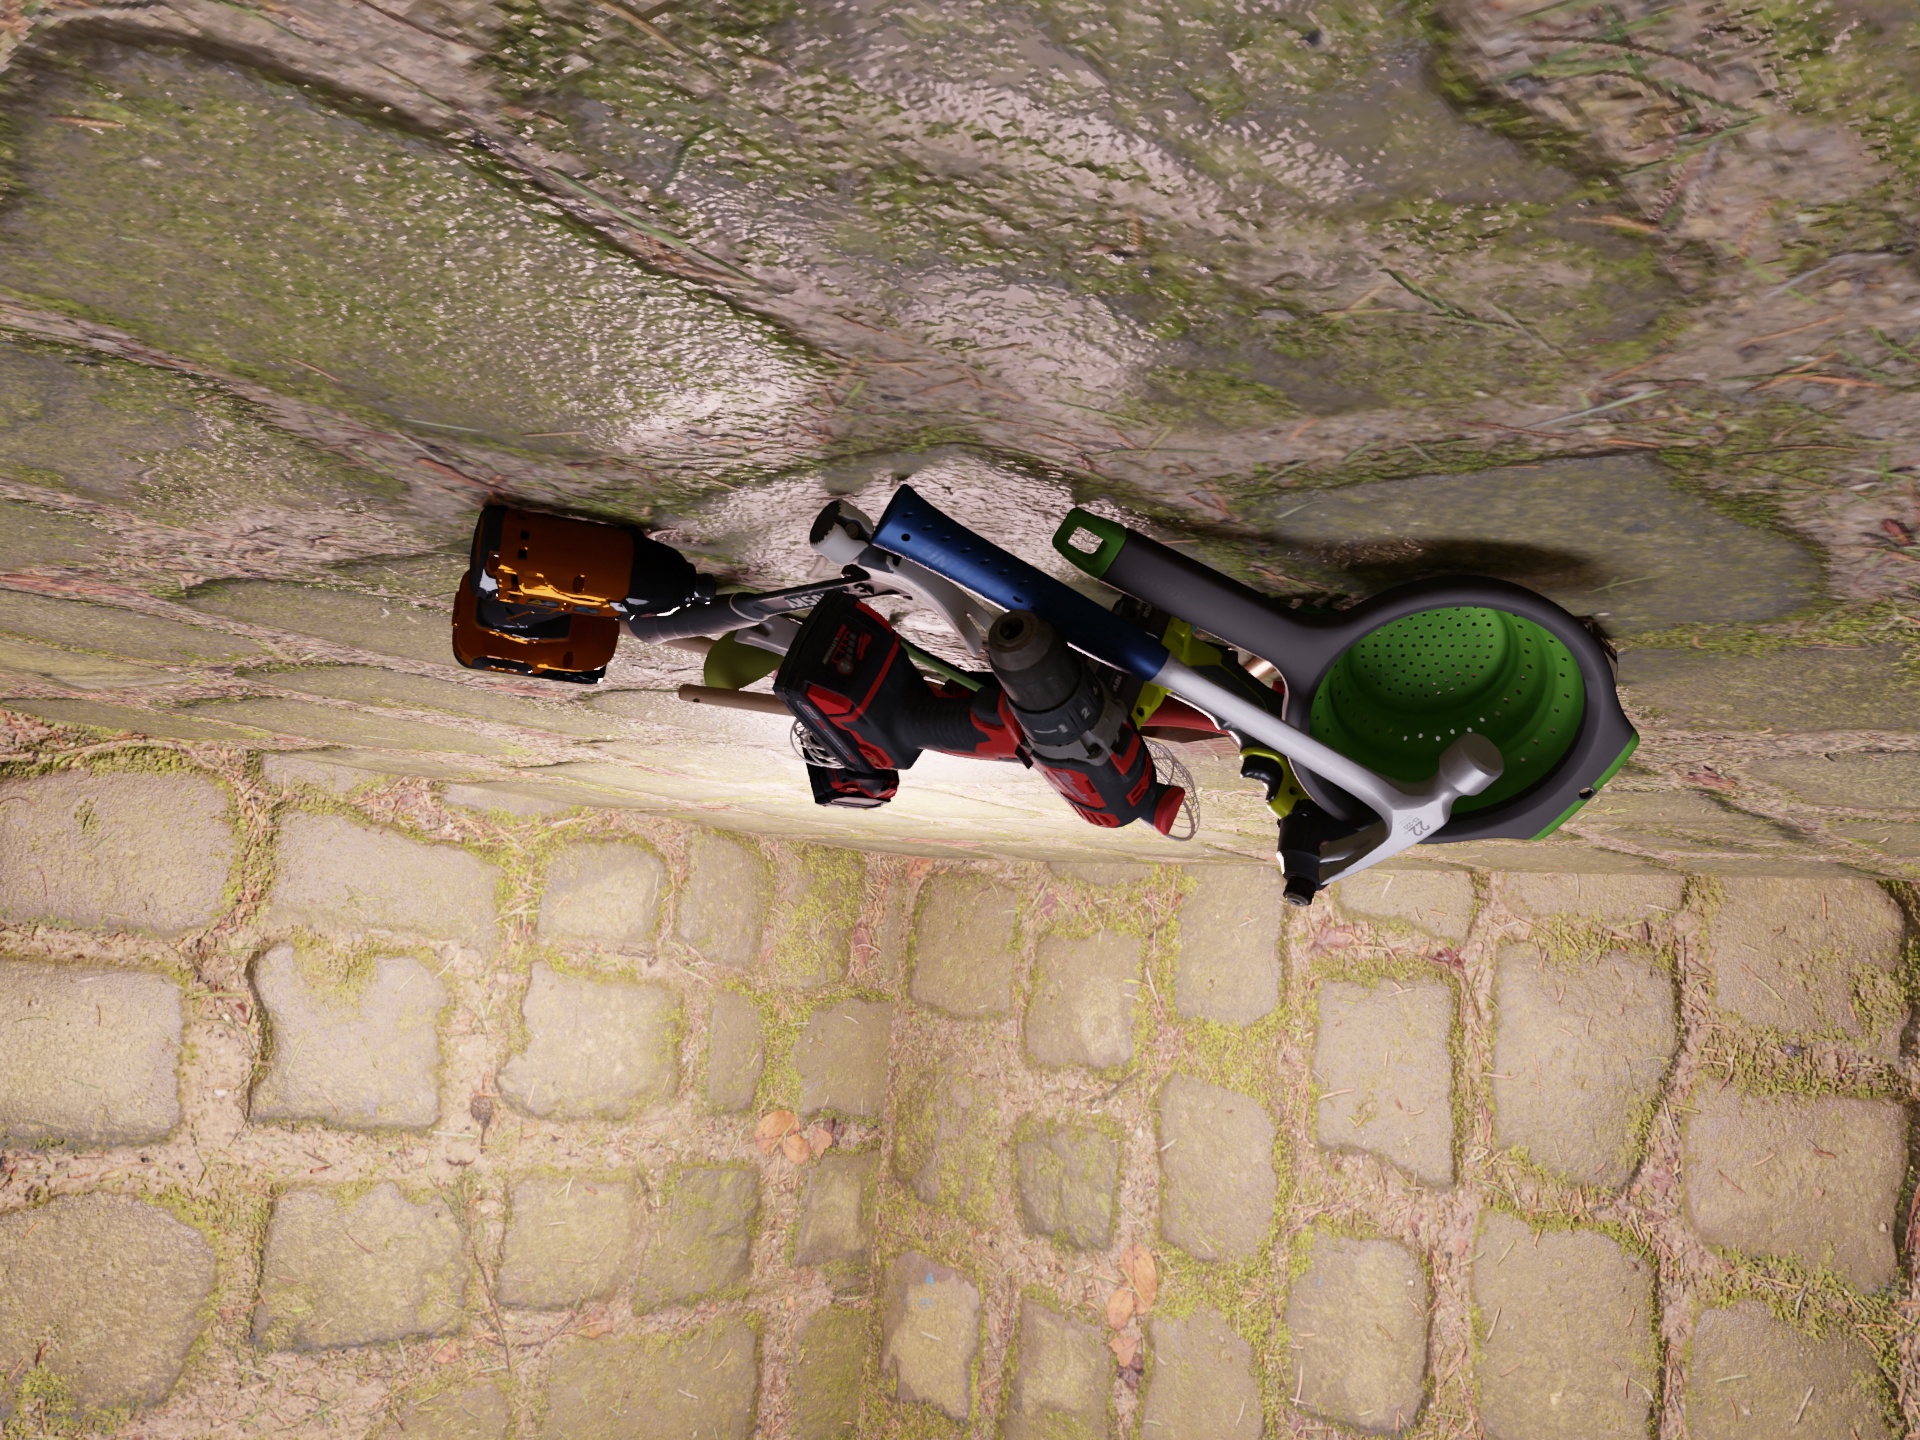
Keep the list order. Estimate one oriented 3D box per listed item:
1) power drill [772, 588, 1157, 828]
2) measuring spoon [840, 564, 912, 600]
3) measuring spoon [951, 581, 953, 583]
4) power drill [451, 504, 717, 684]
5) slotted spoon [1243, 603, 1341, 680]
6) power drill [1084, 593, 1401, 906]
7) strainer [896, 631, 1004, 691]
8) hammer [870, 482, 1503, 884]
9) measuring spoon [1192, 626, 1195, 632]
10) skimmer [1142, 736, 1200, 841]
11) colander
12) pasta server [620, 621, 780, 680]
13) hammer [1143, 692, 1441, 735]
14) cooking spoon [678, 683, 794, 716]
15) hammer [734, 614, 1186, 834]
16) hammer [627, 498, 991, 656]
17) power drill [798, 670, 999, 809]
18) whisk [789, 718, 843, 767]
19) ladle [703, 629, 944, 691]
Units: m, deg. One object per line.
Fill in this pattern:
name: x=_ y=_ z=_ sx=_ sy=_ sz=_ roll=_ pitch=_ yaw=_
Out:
power drill: x=-0.002 y=-0.017 z=0.967 sx=0.227 sy=0.080 sz=0.187 roll=13 pitch=156 yaw=33
measuring spoon: x=-0.055 y=-0.102 z=1.150 sx=0.034 sy=0.018 sz=0.124 roll=13 pitch=180 yaw=14
measuring spoon: x=-0.010 y=-0.098 z=1.141 sx=0.021 sy=0.011 sz=0.117 roll=8 pitch=170 yaw=-19
power drill: x=-0.278 y=-0.087 z=1.148 sx=0.164 sy=0.084 sz=0.226 roll=8 pitch=166 yaw=-22
slotted spoon: x=0.248 y=-0.052 z=1.252 sx=0.070 sy=0.031 sz=0.313 roll=6 pitch=173 yaw=-1
power drill: x=0.189 y=0.015 z=1.110 sx=0.223 sy=0.171 sz=0.080 roll=26 pitch=160 yaw=-5
strainer: x=0.058 y=-0.038 z=1.356 sx=0.256 sy=0.069 sz=0.152 roll=26 pitch=-167 yaw=-18
hammer: x=0.128 y=-0.024 z=0.980 sx=0.405 sy=0.035 sz=0.144 roll=28 pitch=131 yaw=-12
measuring spoon: x=0.181 y=-0.072 z=1.169 sx=0.042 sy=0.021 sz=0.129 roll=10 pitch=171 yaw=-30
skimmer: x=0.081 y=0.045 z=1.574 sx=0.363 sy=0.090 sz=0.127 roll=9 pitch=175 yaw=45
colander: x=0.239 y=-0.057 z=1.024 sx=0.397 sy=0.095 sz=0.204 roll=25 pitch=125 yaw=-12
pasta server: x=-0.231 y=-0.059 z=1.416 sx=0.316 sy=0.040 sz=0.060 roll=15 pitch=-172 yaw=-41
hammer: x=0.271 y=0.002 z=1.276 sx=0.359 sy=0.149 sz=0.036 roll=11 pitch=131 yaw=-21
cooking spoon: x=-0.086 y=-0.004 z=1.373 sx=0.318 sy=0.017 sz=0.068 roll=8 pitch=140 yaw=-22
hammer: x=-0.002 y=-0.004 z=1.226 sx=0.387 sy=0.038 sz=0.143 roll=24 pitch=-178 yaw=33
hammer: x=-0.138 y=-0.083 z=1.157 sx=0.149 sy=0.036 sz=0.409 roll=31 pitch=161 yaw=-31
power drill: x=-0.031 y=0.015 z=1.521 sx=0.219 sy=0.079 sz=0.143 roll=-22 pitch=165 yaw=26
whisk: x=-0.028 y=0.012 z=1.362 sx=0.246 sy=0.059 sz=0.058 roll=1 pitch=-158 yaw=-23
ladle: x=-0.104 y=-0.033 z=1.462 sx=0.078 sy=0.062 sz=0.320 roll=-7 pitch=168 yaw=40
